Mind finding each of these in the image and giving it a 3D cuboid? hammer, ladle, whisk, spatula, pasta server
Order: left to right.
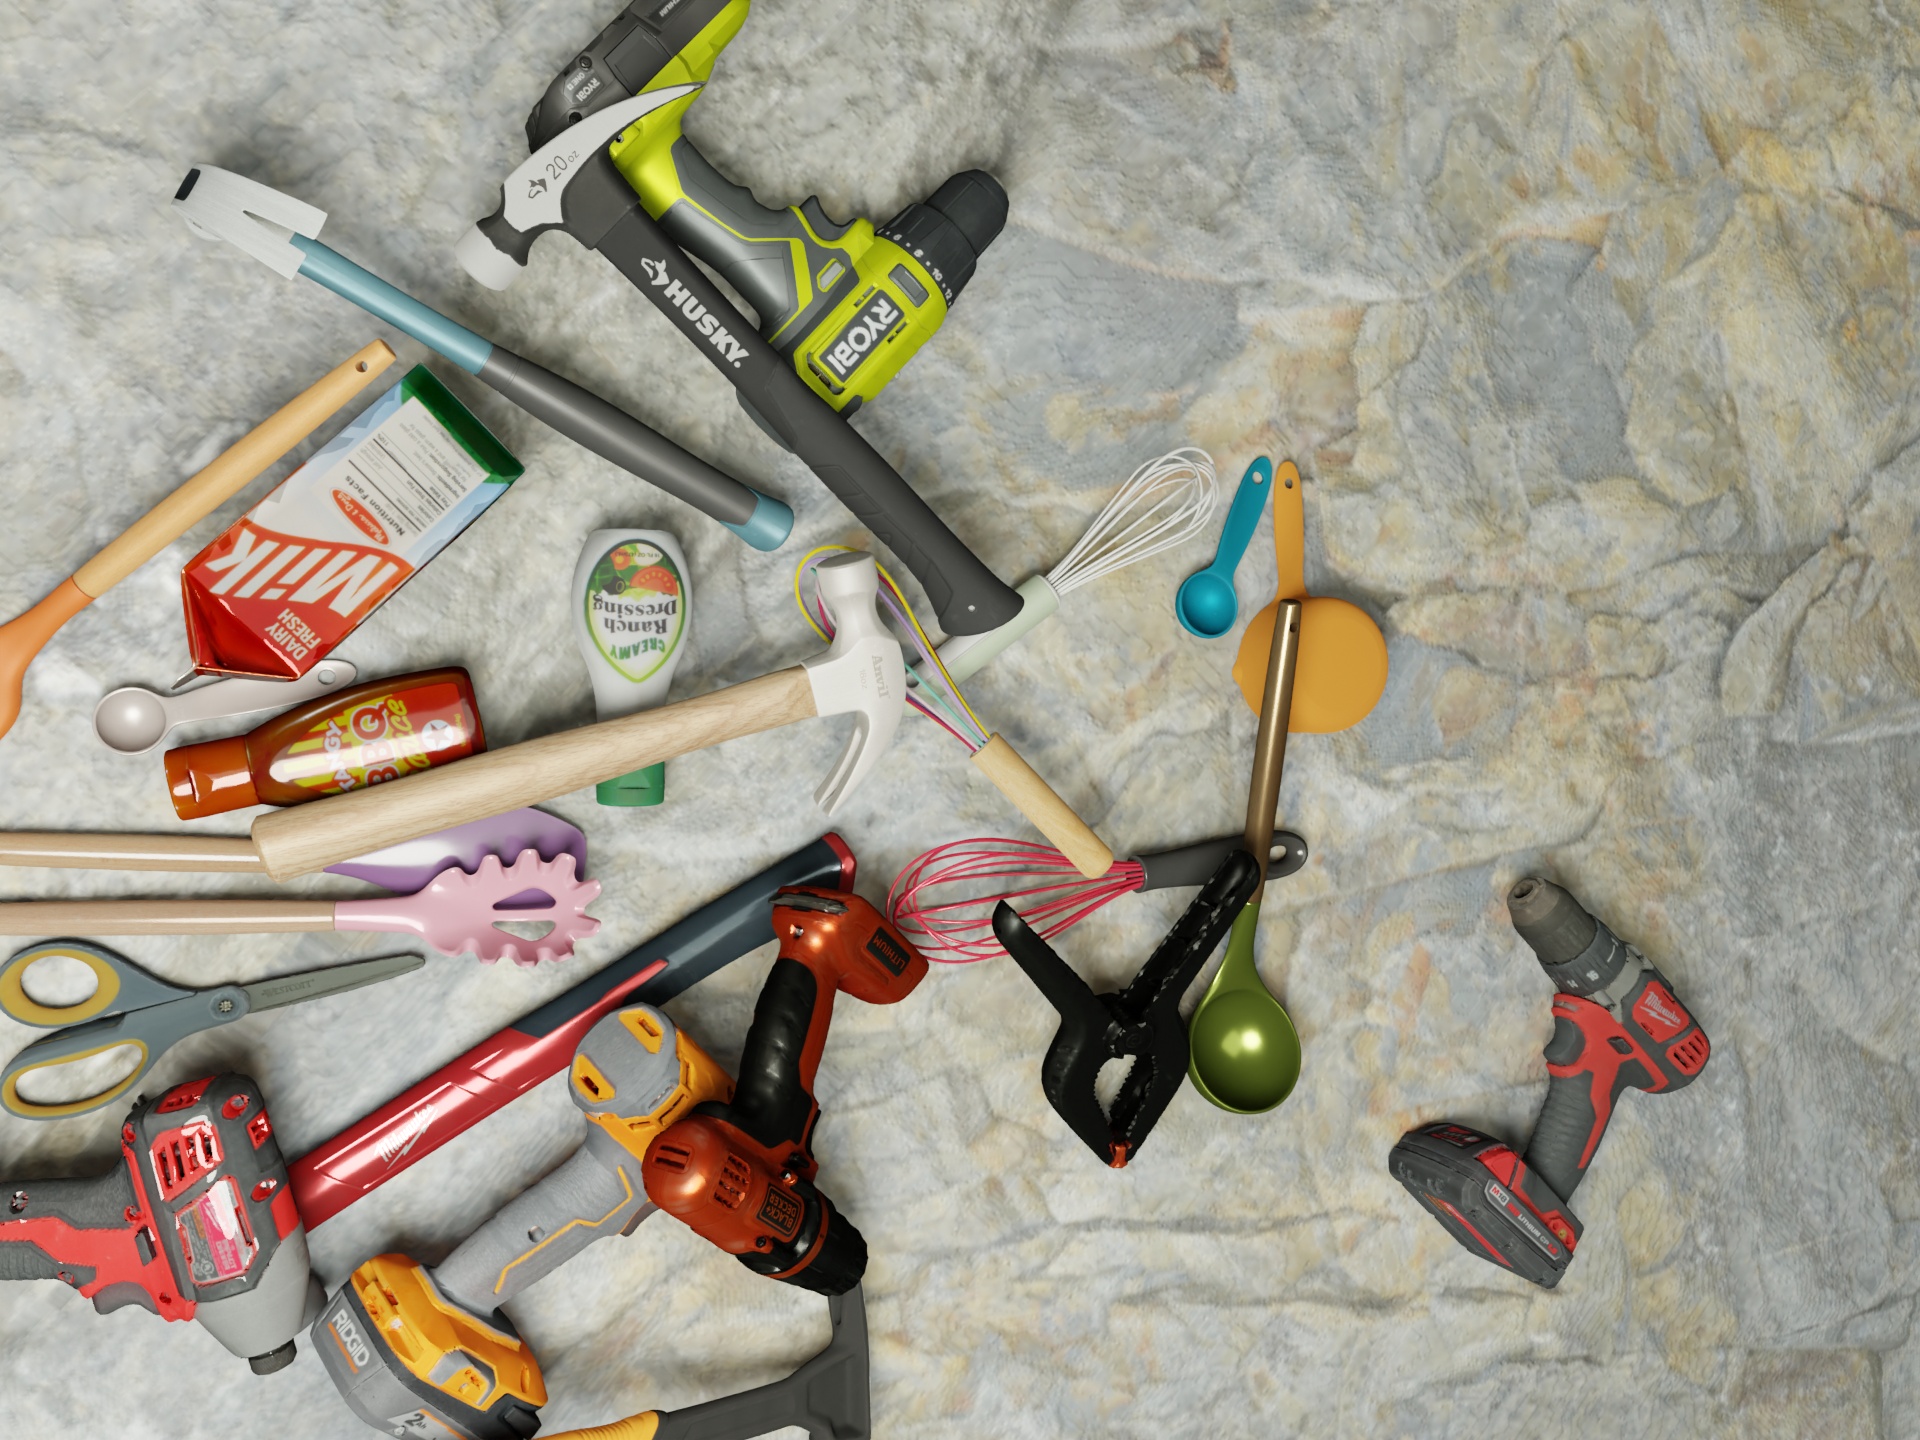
[{"bbox_3d":[-0.397,-0.076,0.750,0.322,0.041,0.081,-37,105,3],"label":"spatula"},{"bbox_3d":[-0.351,0.067,0.808,0.315,0.018,0.059,3,100,-21],"label":"spatula"},{"bbox_3d":[-0.342,0.097,0.794,0.316,0.040,0.060,1,76,-16],"label":"pasta server"},{"bbox_3d":[-0.229,-0.176,0.805,0.330,0.128,0.033,29,89,-27],"label":"hammer"},{"bbox_3d":[-0.230,0.159,0.848,0.386,0.038,0.143,-32,101,-16],"label":"hammer"},{"bbox_3d":[-0.181,0.360,0.794,0.336,0.034,0.127,3,83,-43],"label":"hammer"},{"bbox_3d":[-0.185,0.019,0.812,0.331,0.031,0.130,-17,111,-13],"label":"hammer"},{"bbox_3d":[-0.086,-0.168,0.817,0.146,0.035,0.334,-39,109,18],"label":"hammer"},{"bbox_3d":[0.000,-0.004,0.889,0.245,0.051,0.047,46,78,-7],"label":"whisk"},{"bbox_3d":[0.057,-0.081,0.939,0.246,0.058,0.059,-38,135,-11],"label":"whisk"},{"bbox_3d":[0.089,0.095,0.955,0.295,0.073,0.073,-5,95,-27],"label":"whisk"},{"bbox_3d":[0.182,0.087,0.946,0.078,0.062,0.320,-3,110,-21],"label":"ladle"}]

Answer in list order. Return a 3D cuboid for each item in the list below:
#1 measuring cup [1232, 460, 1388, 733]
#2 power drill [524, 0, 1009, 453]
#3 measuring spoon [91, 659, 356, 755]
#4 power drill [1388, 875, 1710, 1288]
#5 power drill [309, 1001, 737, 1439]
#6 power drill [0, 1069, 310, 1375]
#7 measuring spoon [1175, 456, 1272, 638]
[{"bbox_3d":[0.221,-0.076,0.994,0.095,0.052,0.173,-7,97,-20],"label":"measuring cup"},{"bbox_3d":[-0.096,-0.285,0.856,0.228,0.080,0.190,44,79,-20],"label":"power drill"},{"bbox_3d":[-0.369,-0.009,0.803,0.124,0.018,0.034,-16,82,-25],"label":"measuring spoon"},{"bbox_3d":[0.386,0.235,1.060,0.187,0.080,0.227,45,75,-16],"label":"power drill"},{"bbox_3d":[-0.198,0.272,0.829,0.226,0.084,0.164,-45,137,-14],"label":"power drill"},{"bbox_3d":[-0.420,0.261,0.740,0.219,0.078,0.143,-15,98,-8],"label":"power drill"},{"bbox_3d":[0.166,-0.108,0.996,0.042,0.021,0.129,29,73,-18],"label":"measuring spoon"}]
